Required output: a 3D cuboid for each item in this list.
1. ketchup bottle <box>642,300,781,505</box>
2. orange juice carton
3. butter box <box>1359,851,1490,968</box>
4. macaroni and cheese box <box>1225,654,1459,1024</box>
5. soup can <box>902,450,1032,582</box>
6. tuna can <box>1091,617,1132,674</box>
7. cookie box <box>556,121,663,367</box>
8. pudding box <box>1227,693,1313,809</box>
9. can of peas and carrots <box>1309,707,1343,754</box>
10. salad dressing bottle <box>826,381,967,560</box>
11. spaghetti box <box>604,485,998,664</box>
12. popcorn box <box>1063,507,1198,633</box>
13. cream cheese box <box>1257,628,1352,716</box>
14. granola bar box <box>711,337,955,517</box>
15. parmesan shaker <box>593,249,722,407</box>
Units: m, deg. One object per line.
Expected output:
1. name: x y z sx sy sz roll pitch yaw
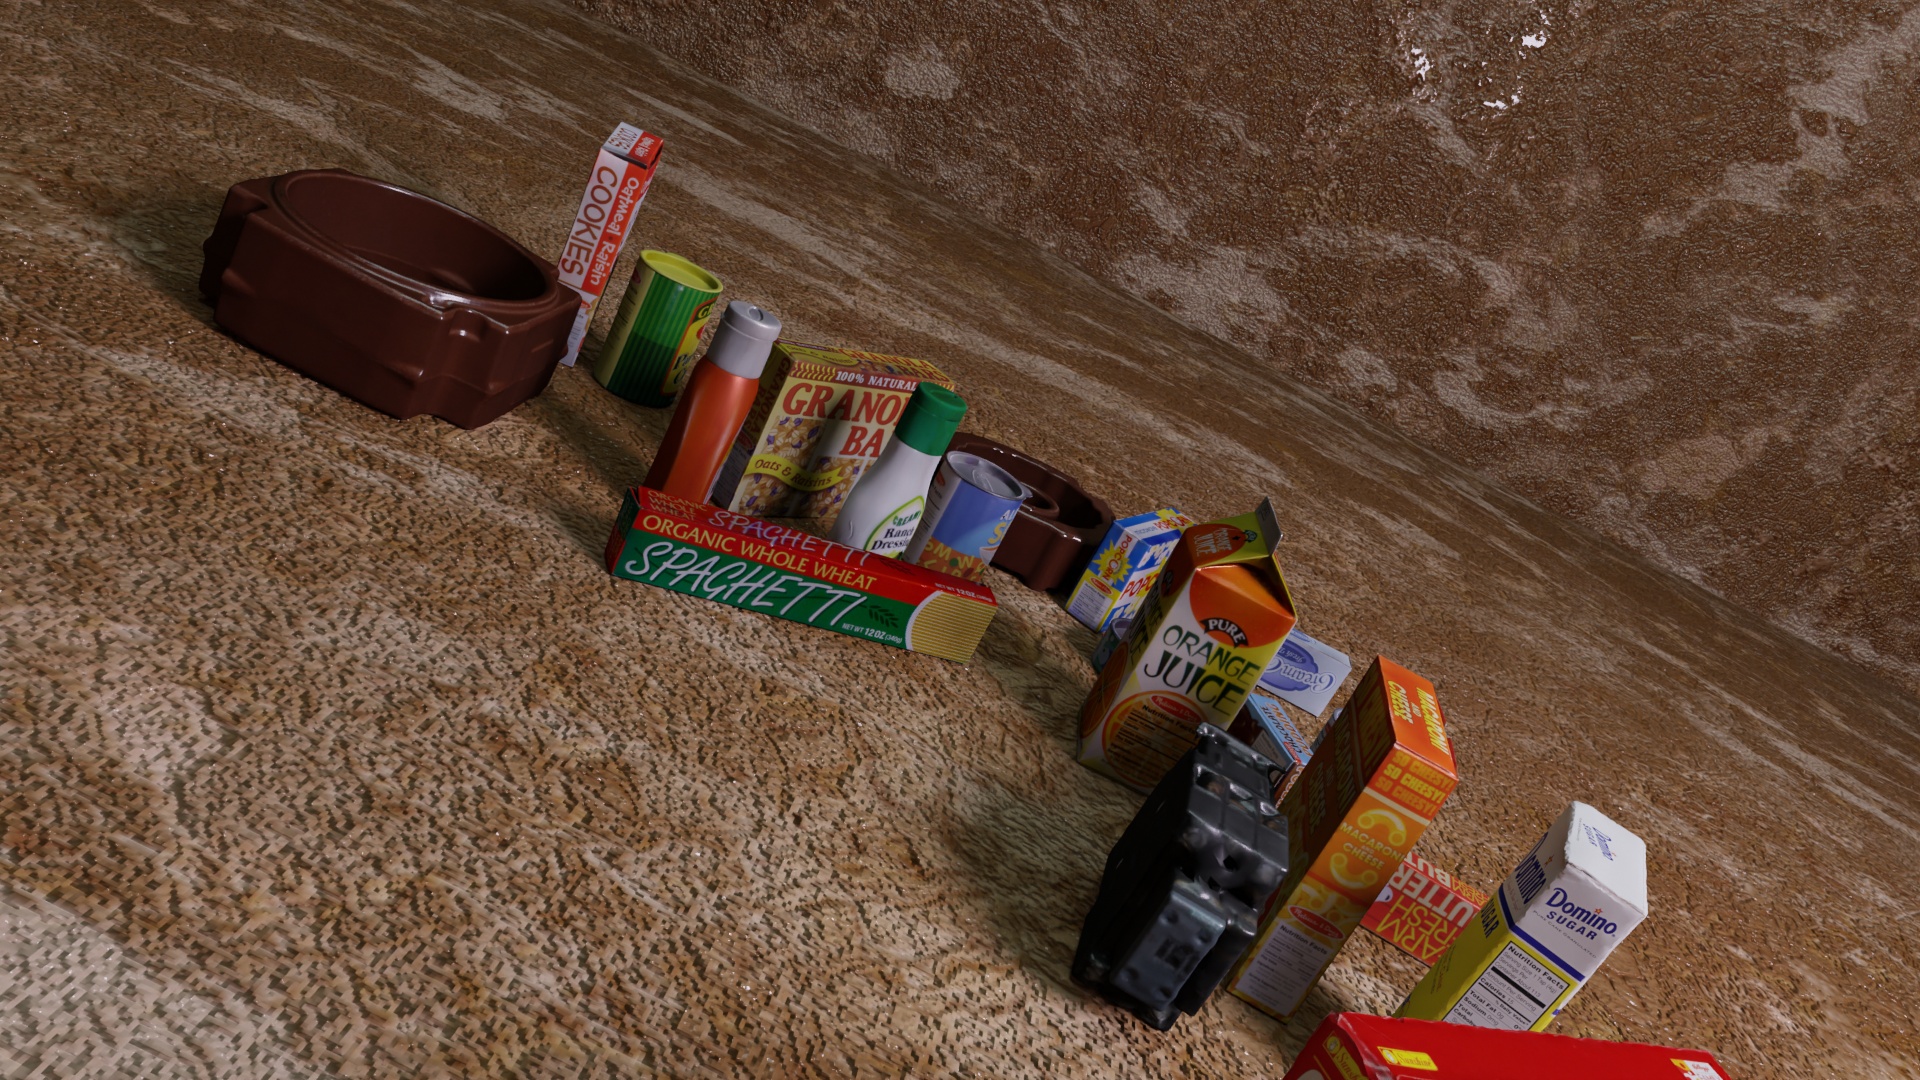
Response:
1. ketchup bottle: -0.161 -0.081 0.895 0.043 0.148 0.065 21 21 -18
2. orange juice carton: 0.149 0.064 0.872 0.073 0.192 0.072 26 20 -4
3. butter box: 0.269 0.218 0.852 0.103 0.053 0.024 30 20 7
4. macaroni and cheese box: 0.203 0.158 0.751 0.040 0.165 0.124 29 20 3
5. soup can: 0.004 -0.013 1.031 0.071 0.083 0.071 24 20 -9
6. tuna can: 0.134 0.090 1.021 0.071 0.032 0.071 24 20 -9
7. cookie box: -0.282 -0.233 1.081 0.040 0.166 0.123 22 21 -16
8. pudding box: 0.210 0.148 0.952 0.030 0.049 0.084 19 22 -23
9. can of peas and carrots: 0.283 0.164 0.993 0.071 0.058 0.071 24 20 -9
10. salad dressing bottle: -0.044 -0.035 0.932 0.044 0.147 0.064 38 22 27
11. spaghetti box: -0.094 0.025 0.866 0.250 0.050 0.029 17 23 -27
12. popcorn box: 0.141 0.022 1.117 0.038 0.085 0.127 36 22 21
13. cream cheese box: 0.260 0.097 1.132 0.104 0.053 0.024 27 20 -1
14. granola bar box: -0.094 -0.078 1.006 0.039 0.123 0.166 41 24 32
15. parmesan shaker: -0.233 -0.163 1.067 0.071 0.102 0.071 24 20 -9
